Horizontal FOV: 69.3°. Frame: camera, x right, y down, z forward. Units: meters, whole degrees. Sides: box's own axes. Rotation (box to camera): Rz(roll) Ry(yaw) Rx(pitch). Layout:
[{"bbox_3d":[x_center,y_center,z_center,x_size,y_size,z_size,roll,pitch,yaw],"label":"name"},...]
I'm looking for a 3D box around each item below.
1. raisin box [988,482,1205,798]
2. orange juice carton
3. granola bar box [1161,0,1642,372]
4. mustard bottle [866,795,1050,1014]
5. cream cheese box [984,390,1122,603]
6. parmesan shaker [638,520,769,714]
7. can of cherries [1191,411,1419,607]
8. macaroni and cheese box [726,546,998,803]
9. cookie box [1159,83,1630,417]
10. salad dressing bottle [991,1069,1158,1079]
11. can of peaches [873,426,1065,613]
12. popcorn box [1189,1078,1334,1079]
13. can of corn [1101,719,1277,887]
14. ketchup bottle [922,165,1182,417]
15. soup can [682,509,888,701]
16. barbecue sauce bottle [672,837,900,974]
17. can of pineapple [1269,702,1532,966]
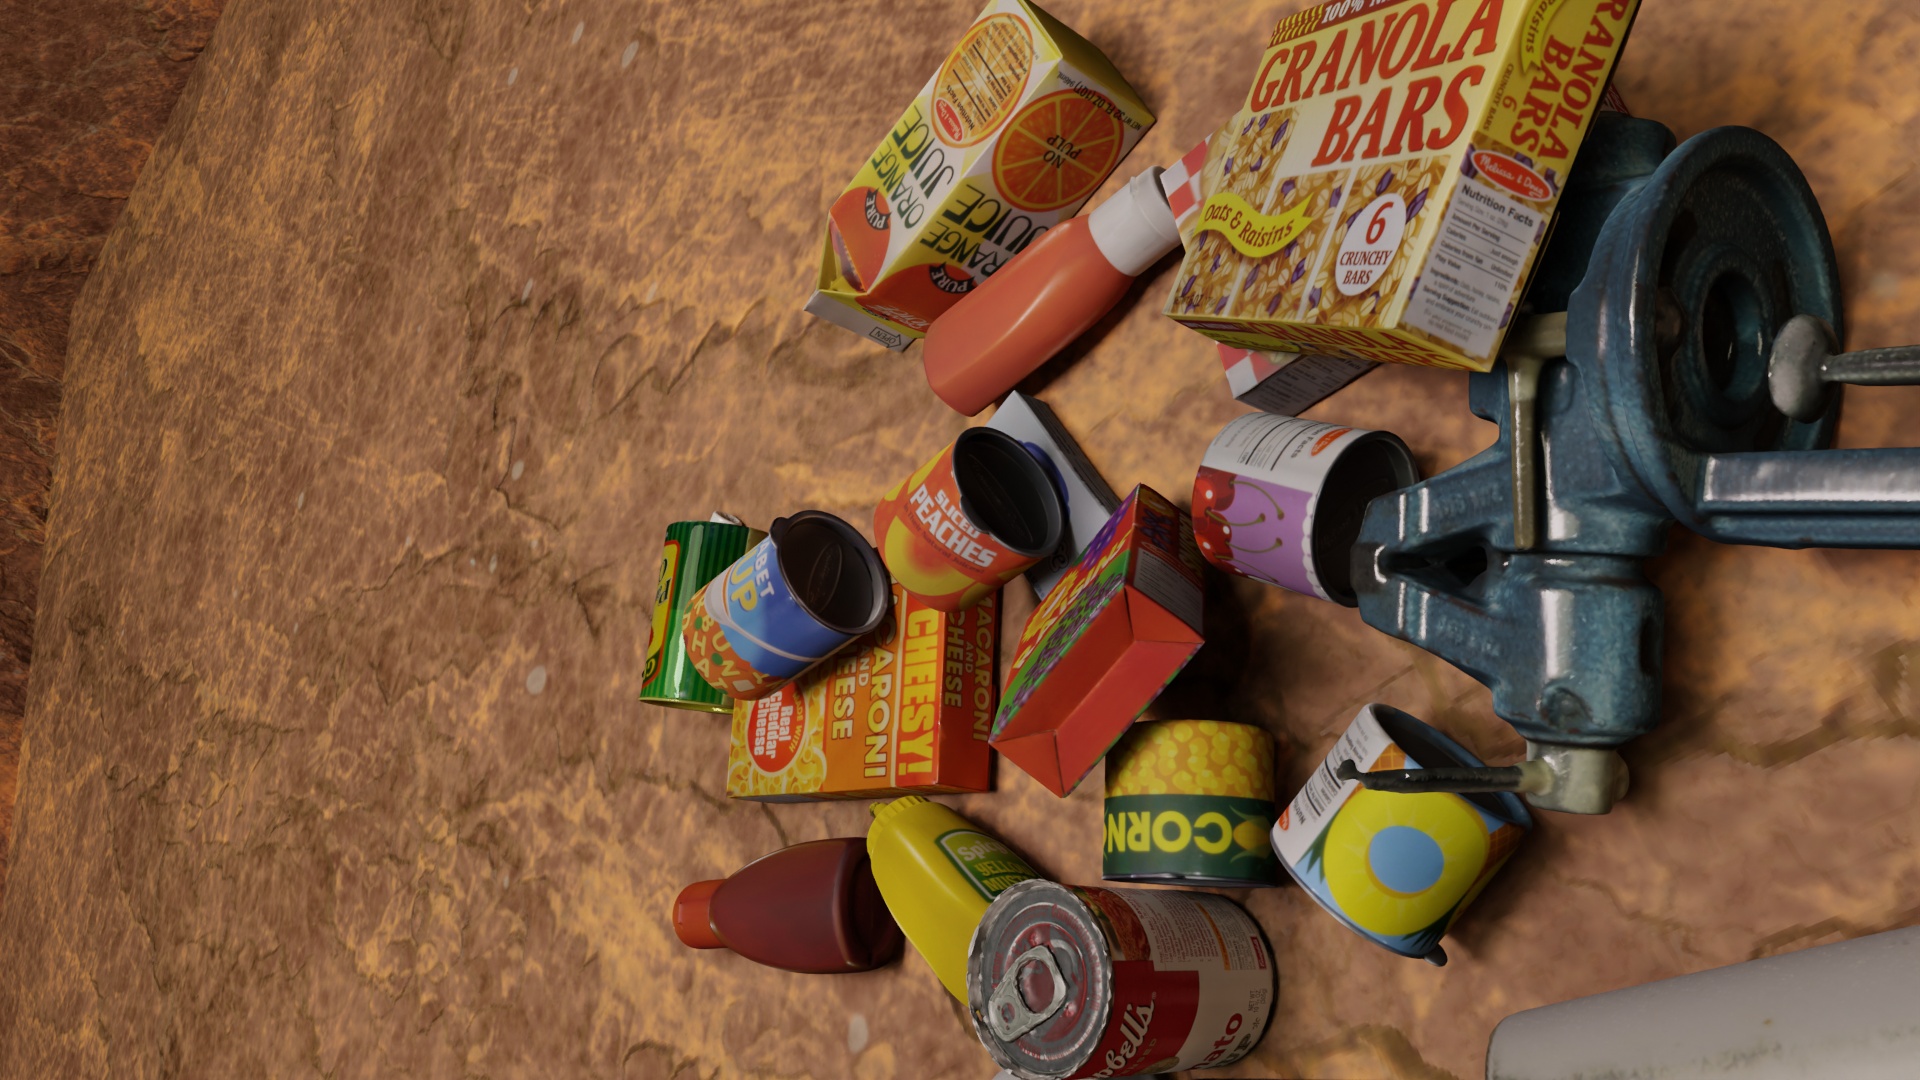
[{"bbox_3d":[0.059,0.035,0.556,0.086,0.040,0.124,-53,4,21],"label":"raisin box"},{"bbox_3d":[0.000,-0.175,0.713,0.192,0.072,0.073,-46,48,26],"label":"orange juice carton"},{"bbox_3d":[0.138,-0.124,0.467,0.124,0.039,0.166,-69,18,4],"label":"granola bar box"},{"bbox_3d":[-0.003,0.153,0.618,0.160,0.065,0.048,32,106,51],"label":"mustard bottle"},{"bbox_3d":[0.040,-0.020,0.656,0.053,0.024,0.104,-51,47,21],"label":"cream cheese box"},{"bbox_3d":[-0.144,0.046,0.801,0.071,0.071,0.103,-7,72,46],"label":"parmesan shaker"},{"bbox_3d":[0.131,-0.011,0.527,0.058,0.071,0.071,17,90,48],"label":"can of cherries"},{"bbox_3d":[-0.052,0.069,0.713,0.166,0.040,0.124,-13,68,44],"label":"macaroni and cheese box"},{"bbox_3d":[0.168,-0.143,0.549,0.166,0.040,0.123,-34,54,36],"label":"cookie box"},{"bbox_3d":[0.020,0.250,0.572,0.147,0.044,0.064,-38,87,38],"label":"salad dressing bottle"},{"bbox_3d":[0.002,-0.008,0.620,0.058,0.071,0.071,-36,54,37],"label":"can of peaches"},{"bbox_3d":[0.111,0.255,0.481,0.085,0.038,0.127,-21,63,43],"label":"popcorn box"},{"bbox_3d":[0.087,0.102,0.532,0.071,0.071,0.058,-13,68,44],"label":"can of corn"},{"bbox_3d":[0.046,-0.121,0.665,0.148,0.043,0.065,-34,35,34],"label":"ketchup bottle"},{"bbox_3d":[-0.089,0.031,0.680,0.083,0.071,0.071,-34,55,36],"label":"soup can"},{"bbox_3d":[-0.094,0.190,0.716,0.148,0.044,0.065,-18,65,43],"label":"barbecue sauce bottle"},{"bbox_3d":[0.150,0.098,0.471,0.057,0.071,0.071,-58,44,16],"label":"can of pineapple"}]
